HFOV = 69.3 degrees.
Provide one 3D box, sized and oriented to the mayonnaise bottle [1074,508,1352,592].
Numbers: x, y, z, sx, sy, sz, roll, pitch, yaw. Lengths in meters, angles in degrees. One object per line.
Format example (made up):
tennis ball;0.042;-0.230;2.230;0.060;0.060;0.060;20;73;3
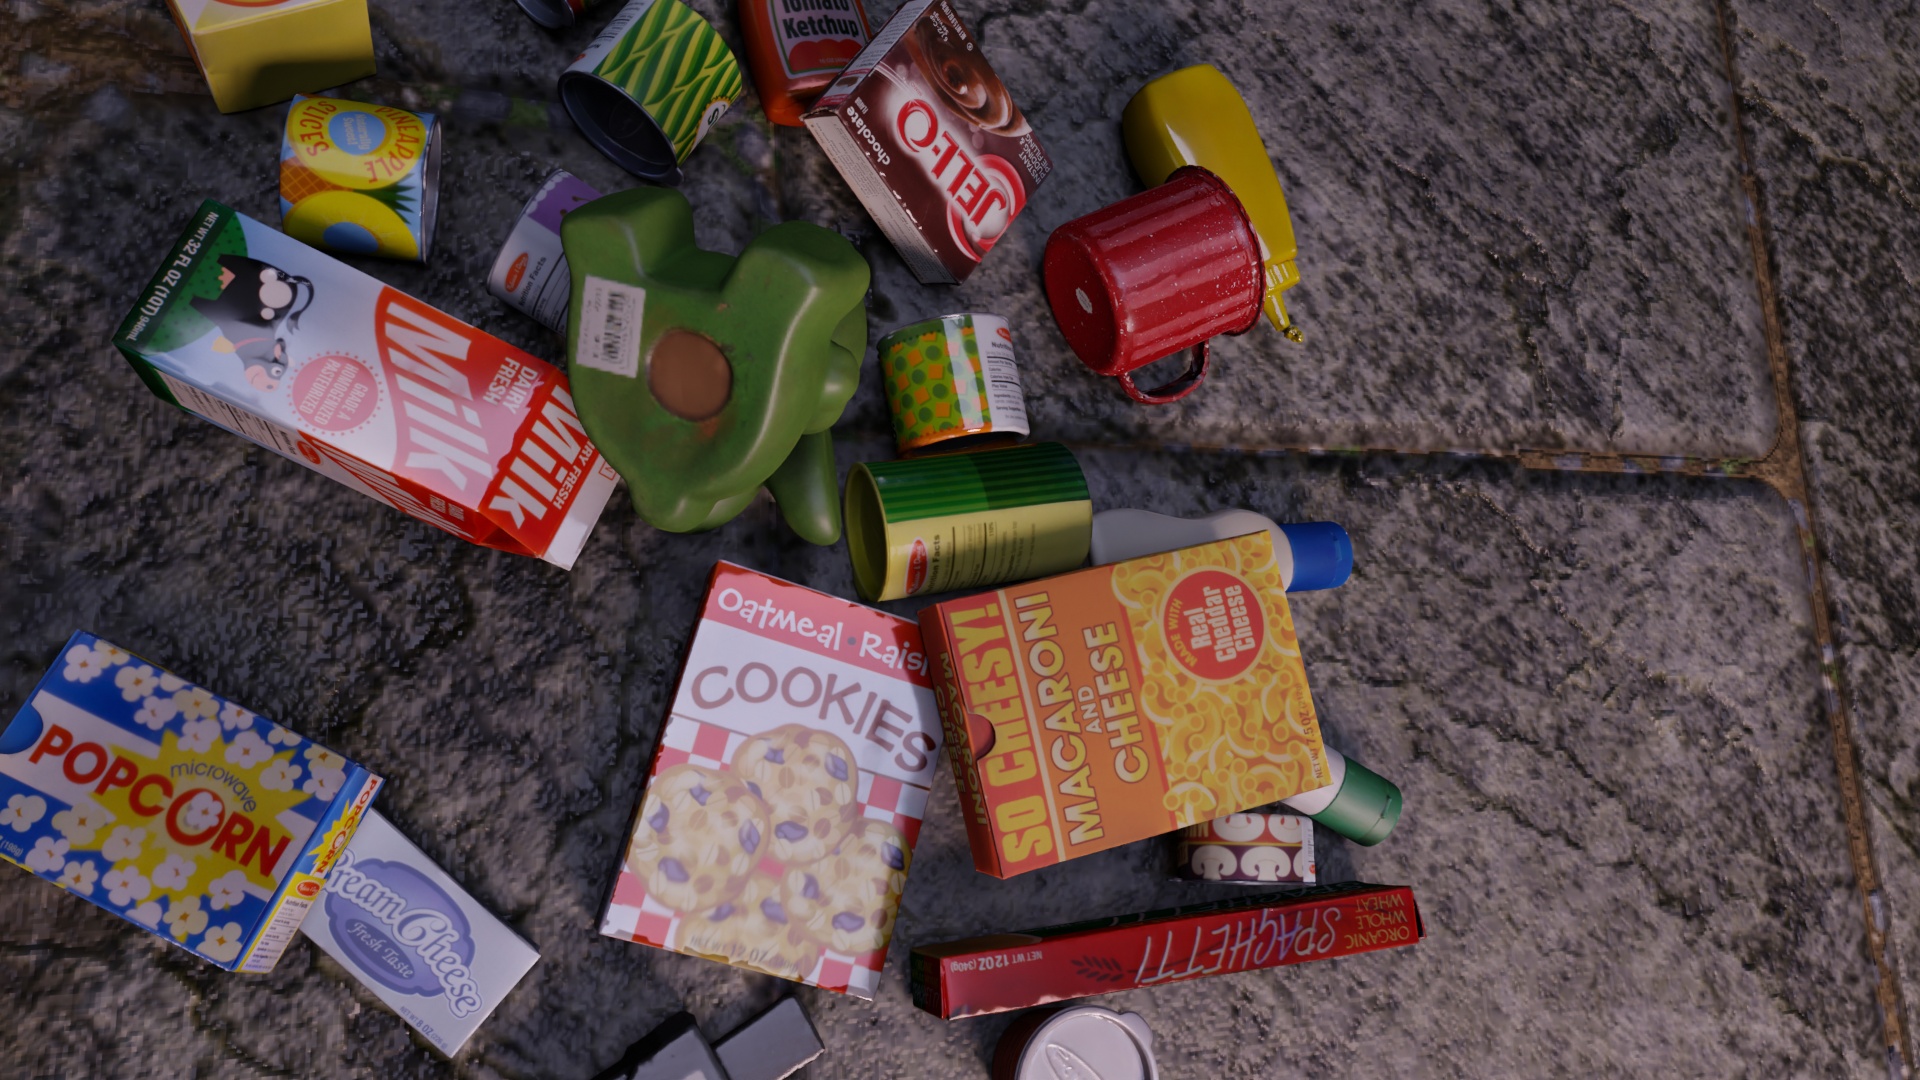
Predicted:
mayonnaise bottle;0.130;0.013;0.714;0.148;0.041;0.065;-4;81;-20

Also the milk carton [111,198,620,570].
milk carton;-0.238;-0.058;0.590;0.190;0.073;0.072;27;71;-11

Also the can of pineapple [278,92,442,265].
can of pineapple;-0.260;-0.159;0.607;0.058;0.071;0.071;5;77;-17

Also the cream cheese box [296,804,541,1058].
cream cheese box;-0.229;0.157;0.571;0.104;0.024;0.053;43;68;-5

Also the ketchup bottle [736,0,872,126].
ketchup bottle;-0.087;-0.287;0.707;0.065;0.043;0.149;-12;82;-27

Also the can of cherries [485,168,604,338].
can of cherries;-0.171;-0.127;0.632;0.058;0.071;0.072;30;71;-10

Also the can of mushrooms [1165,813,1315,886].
can of mushrooms;0.135;0.150;0.671;0.071;0.071;0.033;6;76;-17

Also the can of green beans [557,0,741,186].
can of green beans;-0.146;-0.215;0.659;0.071;0.071;0.058;36;70;-8

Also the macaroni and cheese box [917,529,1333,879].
macaroni and cheese box;0.076;0.071;0.635;0.167;0.040;0.123;-12;85;-18

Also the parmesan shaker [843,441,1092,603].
parmesan shaker;0.002;-0.008;0.665;0.103;0.071;0.071;-8;81;-21

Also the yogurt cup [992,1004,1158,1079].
yogurt cup;0.048;0.243;0.628;0.072;0.053;0.072;4;77;-17

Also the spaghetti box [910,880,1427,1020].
spaghetti box;0.101;0.192;0.659;0.250;0.050;0.029;-3;81;-19

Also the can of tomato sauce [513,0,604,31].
can of tomato sauce;-0.178;-0.294;0.665;0.083;0.071;0.071;-43;94;-22

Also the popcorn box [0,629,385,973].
popcorn box;-0.303;0.101;0.536;0.127;0.038;0.085;25;71;4

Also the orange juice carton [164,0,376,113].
orange juice carton;-0.335;-0.296;0.612;0.073;0.071;0.192;-26;87;-22

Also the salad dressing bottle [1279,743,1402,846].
salad dressing bottle;0.153;0.106;0.700;0.147;0.044;0.064;30;71;-11

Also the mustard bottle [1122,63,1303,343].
mustard bottle;0.145;-0.177;0.756;0.065;0.048;0.160;-23;87;-22

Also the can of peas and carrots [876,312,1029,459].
can of peas and carrots;-0.006;-0.072;0.676;0.071;0.070;0.059;-8;82;-20

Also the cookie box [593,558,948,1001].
cookie box;-0.078;0.106;0.625;0.123;0.040;0.168;19;74;-14
